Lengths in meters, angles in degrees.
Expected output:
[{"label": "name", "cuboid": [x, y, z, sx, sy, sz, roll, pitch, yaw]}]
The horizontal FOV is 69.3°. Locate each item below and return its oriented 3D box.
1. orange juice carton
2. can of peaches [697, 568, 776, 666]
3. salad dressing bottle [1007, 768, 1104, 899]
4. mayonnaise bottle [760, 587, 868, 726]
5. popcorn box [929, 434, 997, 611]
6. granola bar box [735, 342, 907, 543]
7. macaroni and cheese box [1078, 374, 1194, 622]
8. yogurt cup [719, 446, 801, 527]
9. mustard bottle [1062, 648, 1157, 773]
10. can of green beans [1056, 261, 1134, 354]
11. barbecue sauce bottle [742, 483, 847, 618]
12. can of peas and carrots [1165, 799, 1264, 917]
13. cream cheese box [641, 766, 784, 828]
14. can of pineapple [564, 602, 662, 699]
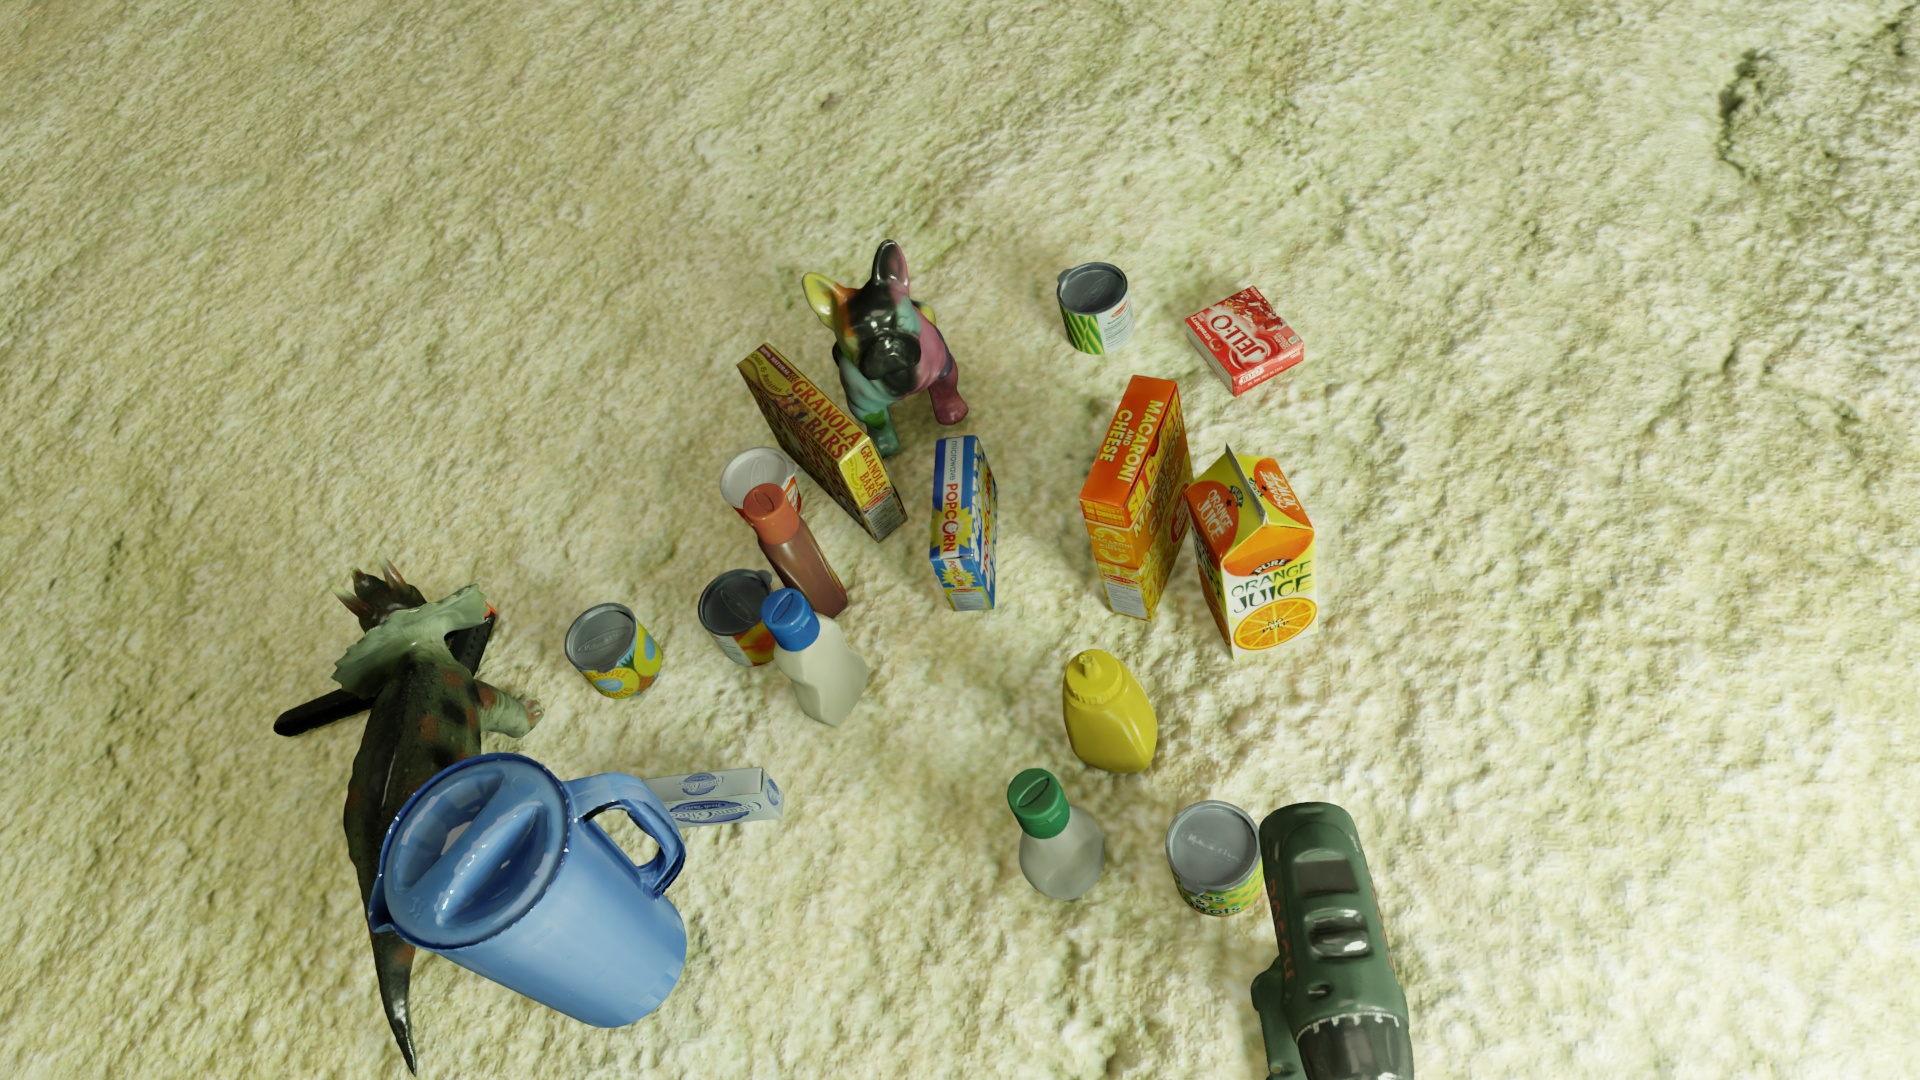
[{"label": "orange juice carton", "cuboid": [0.218, 0.007, 1.037, 0.073, 0.191, 0.072, -20, 54, 2]}, {"label": "can of peaches", "cuboid": [-0.181, 0.065, 1.189, 0.071, 0.057, 0.071, -7, 55, 11]}, {"label": "salad dressing bottle", "cuboid": [0.065, 0.205, 0.971, 0.064, 0.147, 0.044, -40, 56, -13]}, {"label": "mayonnaise bottle", "cuboid": [-0.117, 0.089, 1.100, 0.041, 0.147, 0.065, 20, 64, 26]}, {"label": "popcorn box", "cuboid": [0.004, -0.015, 1.176, 0.038, 0.085, 0.127, -6, 55, 12]}, {"label": "granola bar box", "cuboid": [-0.122, -0.088, 1.237, 0.039, 0.123, 0.166, -39, 56, -12]}, {"label": "macaroni and cheese box", "cuboid": [0.145, -0.031, 1.099, 0.040, 0.165, 0.124, 13, 61, 23]}, {"label": "yogurt cup", "cuboid": [-0.179, -0.044, 1.265, 0.072, 0.053, 0.073, -7, 55, 11]}, {"label": "mustard bottle", "cuboid": [0.105, 0.119, 1.012, 0.065, 0.159, 0.049, 4, 58, 18]}, {"label": "can of green beans", "cuboid": [0.127, -0.216, 1.297, 0.071, 0.057, 0.071, -7, 55, 11]}, {"label": "barbecue sauce bottle", "cuboid": [-0.140, 0.009, 1.161, 0.044, 0.148, 0.065, -37, 55, -11]}, {"label": "can of peas and carrots", "cuboid": [0.180, 0.227, 0.980, 0.071, 0.058, 0.071, -7, 55, 11]}, {"label": "cream cheese box", "cuboid": [-0.197, 0.205, 1.101, 0.104, 0.053, 0.024, -8, 55, 10]}, {"label": "can of pineapple", "cuboid": [-0.299, 0.098, 1.199, 0.071, 0.057, 0.071, -7, 55, 11]}]
